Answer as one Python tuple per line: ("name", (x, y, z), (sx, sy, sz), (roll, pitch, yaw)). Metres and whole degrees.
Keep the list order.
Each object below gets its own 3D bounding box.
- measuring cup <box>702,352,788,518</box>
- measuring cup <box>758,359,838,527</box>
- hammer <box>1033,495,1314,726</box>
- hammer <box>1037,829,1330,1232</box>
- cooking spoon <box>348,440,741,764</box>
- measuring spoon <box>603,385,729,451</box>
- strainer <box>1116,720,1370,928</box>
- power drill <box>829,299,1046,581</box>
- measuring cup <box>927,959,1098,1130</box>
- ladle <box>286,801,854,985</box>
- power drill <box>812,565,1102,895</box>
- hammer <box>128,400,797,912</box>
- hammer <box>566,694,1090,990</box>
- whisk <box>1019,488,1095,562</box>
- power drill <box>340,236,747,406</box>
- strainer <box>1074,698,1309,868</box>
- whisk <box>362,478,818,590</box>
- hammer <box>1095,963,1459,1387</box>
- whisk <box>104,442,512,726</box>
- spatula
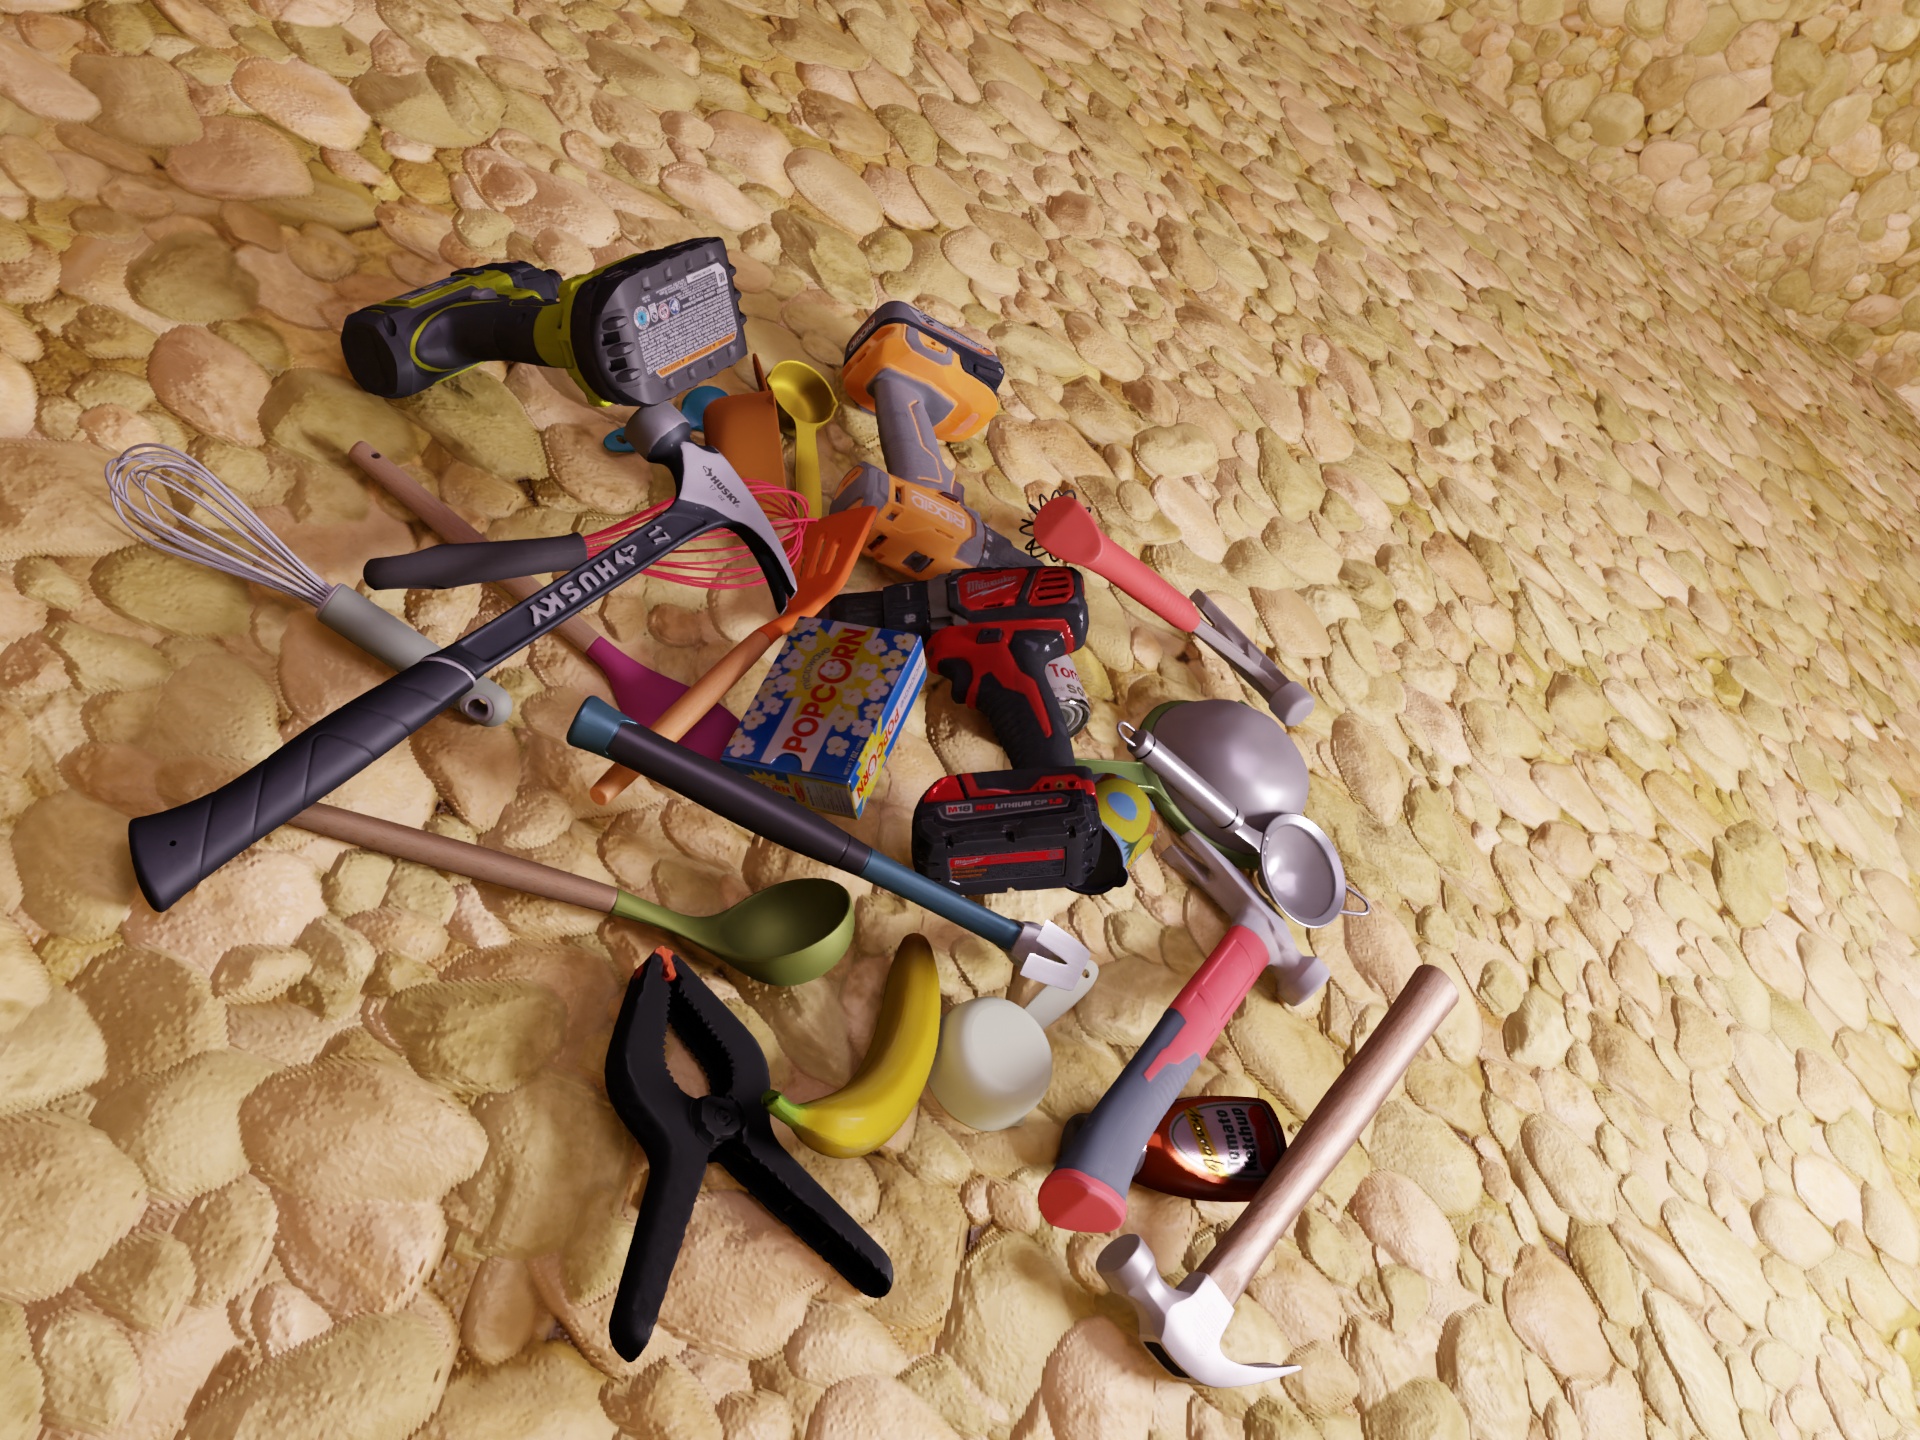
("measuring cup", (-0.157, -0.209, 1.123), (0.052, 0.095, 0.174), (-9, 45, -8))
("measuring cup", (-0.121, -0.196, 1.183), (0.062, 0.029, 0.157), (12, 61, -34))
("hammer", (0.145, -0.090, 1.150), (0.149, 0.036, 0.358), (49, 13, 31))
("hammer", (0.125, 0.185, 0.978), (0.143, 0.038, 0.386), (47, 29, 7))
("cooking spoon", (-0.245, -0.063, 0.974), (0.319, 0.017, 0.069), (40, 41, -4))
("measuring spoon", (-0.203, -0.215, 1.129), (0.042, 0.021, 0.128), (48, 40, 7))
("strainer", (0.195, 0.074, 1.129), (0.258, 0.050, 0.087), (39, 51, -27))
("power drill", (-0.009, -0.194, 1.220), (0.185, 0.084, 0.226), (22, 49, -30))
("measuring cup", (0.046, 0.183, 0.973), (0.083, 0.038, 0.167), (49, 44, 8))
("ladle", (-0.208, 0.080, 0.856), (0.320, 0.062, 0.078), (19, 18, -20))
("power drill", (-0.002, -0.003, 1.038), (0.188, 0.080, 0.227), (-4, 57, -1))
("hammer", (-0.258, -0.032, 0.859), (0.149, 0.036, 0.409), (46, 55, 3))
("hammer", (-0.069, 0.073, 0.902), (0.330, 0.128, 0.033), (28, 83, -15))
("whisk", (0.081, -0.141, 1.195), (0.055, 0.055, 0.239), (46, 9, 4))
("power drill", (-0.253, -0.255, 1.004), (0.223, 0.080, 0.171), (8, 33, 30))
("strainer", (0.170, 0.029, 1.174), (0.256, 0.069, 0.152), (5, 54, -37))
("whisk", (-0.216, -0.105, 0.975), (0.295, 0.073, 0.073), (-12, 64, -36))
("hammer", (0.218, 0.267, 0.975), (0.331, 0.031, 0.130), (-40, 99, -33))
("whisk", (-0.355, -0.071, 0.878), (0.246, 0.058, 0.059), (35, 22, -15))
("spatula", (-0.142, -0.047, 1.000), (0.041, 0.081, 0.323), (65, 34, -21))
